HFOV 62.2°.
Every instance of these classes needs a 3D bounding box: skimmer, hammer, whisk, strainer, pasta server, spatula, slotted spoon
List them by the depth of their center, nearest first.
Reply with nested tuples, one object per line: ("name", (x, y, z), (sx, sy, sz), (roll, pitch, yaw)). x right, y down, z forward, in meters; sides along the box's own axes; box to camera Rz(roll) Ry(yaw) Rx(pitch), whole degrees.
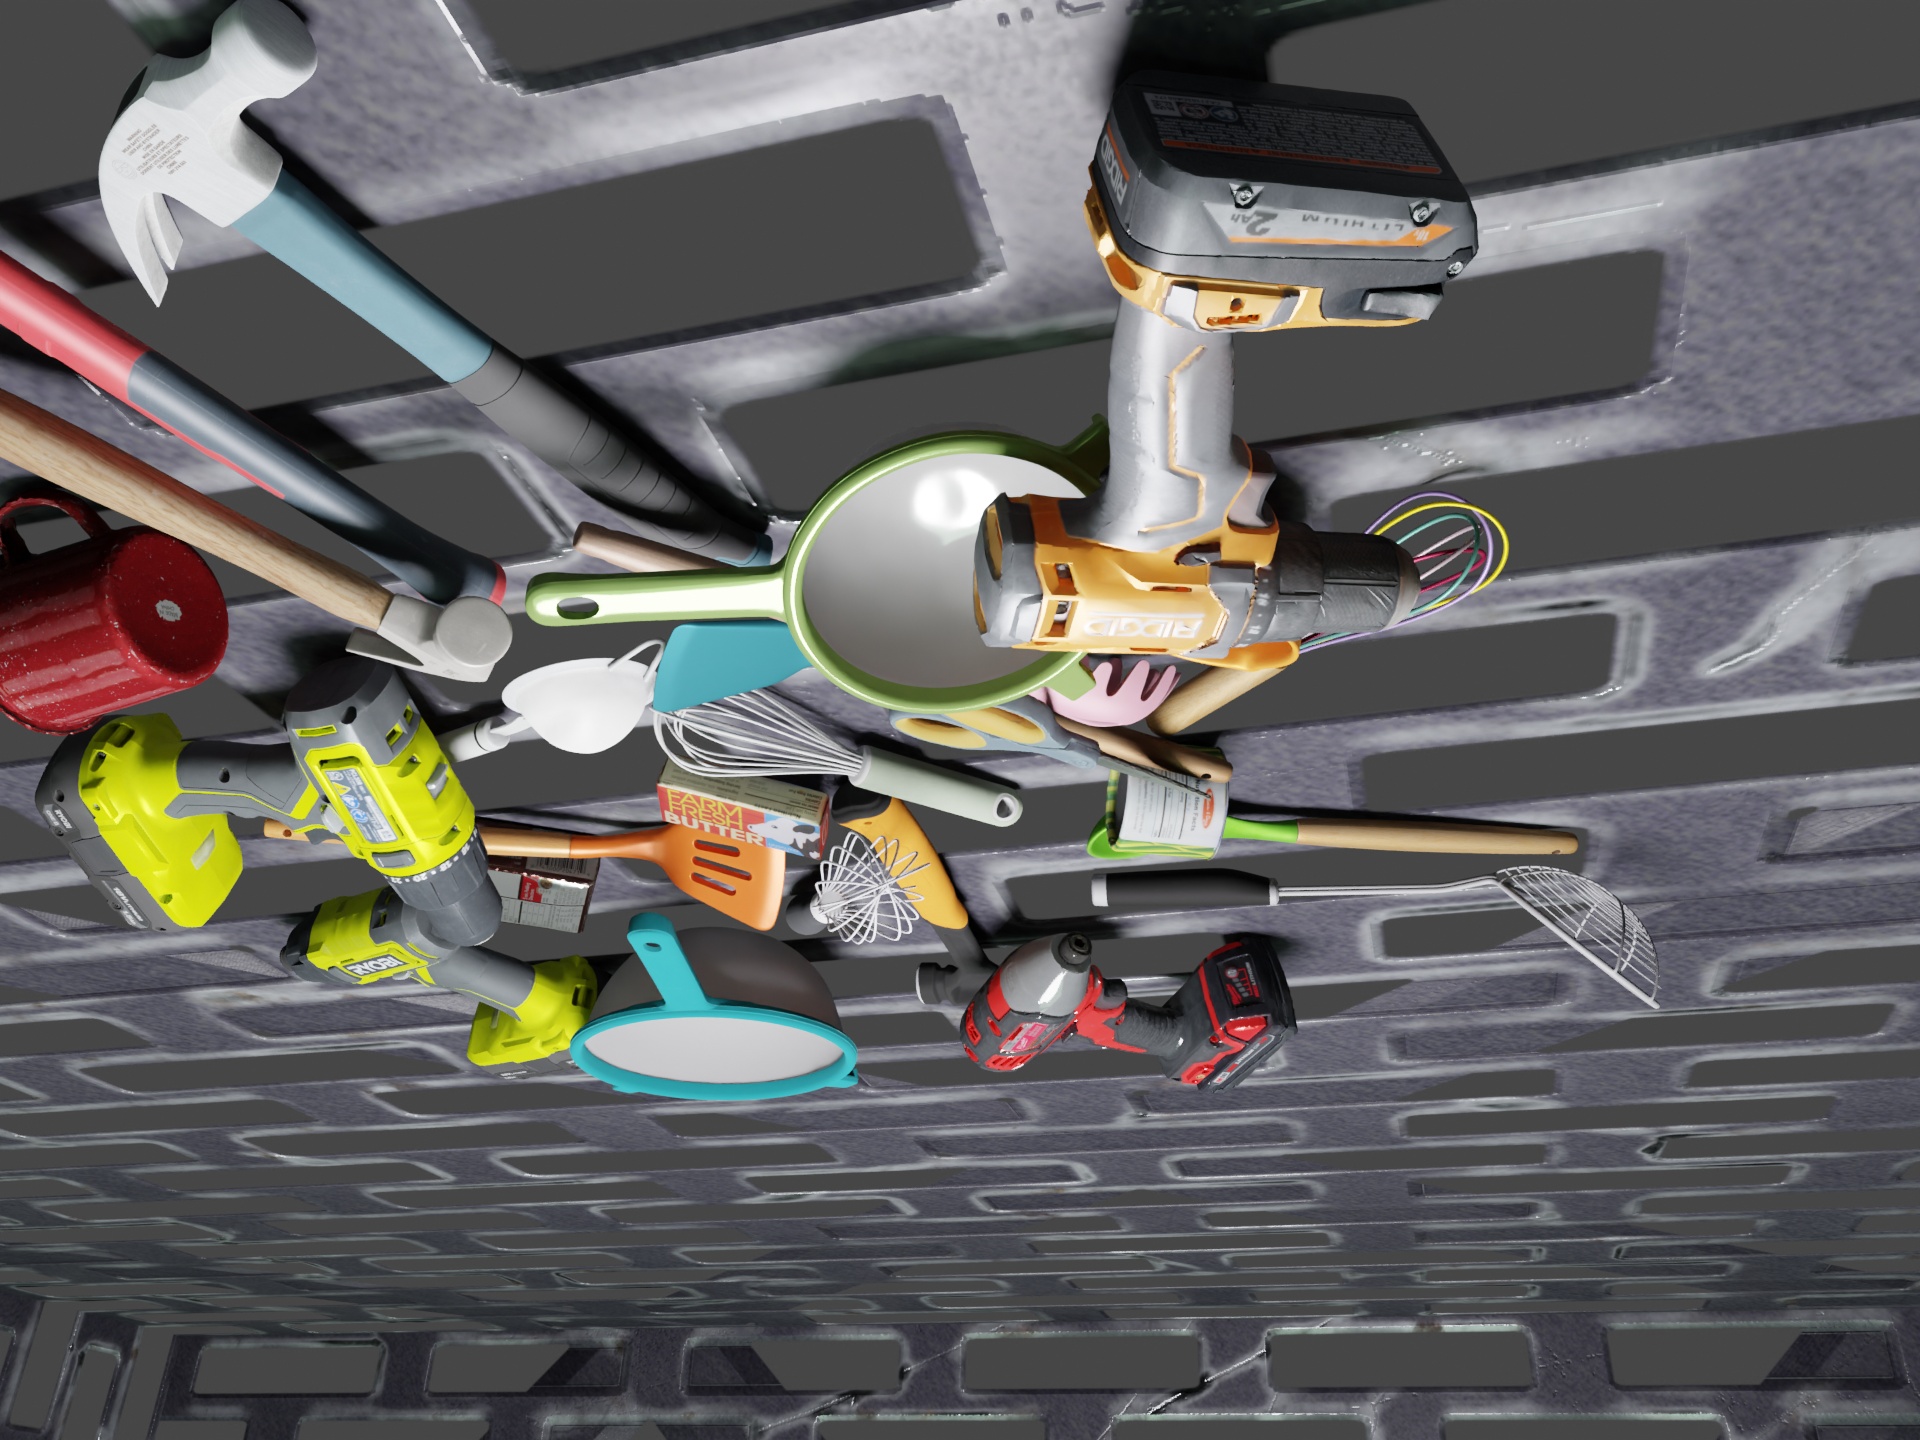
("hammer", (-0.316, -0.134, 0.624), (0.143, 0.038, 0.385), (15, 165, 37))
("hammer", (-0.190, -0.140, 0.652), (0.128, 0.033, 0.330), (-18, 145, 29))
("hammer", (-0.352, -0.099, 0.673), (0.331, 0.031, 0.130), (28, 166, -19))
("strainer", (-0.057, -0.074, 0.695), (0.256, 0.069, 0.151), (-4, 134, -6))
("pasta server", (-0.030, -0.047, 0.761), (0.316, 0.040, 0.060), (17, 178, -27))
("whisk", (0.174, -0.041, 0.794), (0.047, 0.051, 0.245), (12, 152, -28))
("spatula", (-0.001, -0.003, 0.851), (0.317, 0.044, 0.082), (15, 144, -11))
("strainer", (-0.261, 0.008, 0.909), (0.258, 0.050, 0.086), (-15, 160, 33))
("whisk", (-0.066, 0.024, 0.924), (0.246, 0.058, 0.059), (18, -179, -30))
("slotted spoon", (0.234, 0.071, 0.998), (0.313, 0.031, 0.070), (3, 150, -5))
("spatula", (-0.274, 0.083, 1.014), (0.322, 0.041, 0.081), (5, 117, -11))
("whisk", (-0.077, 0.115, 1.016), (0.070, 0.070, 0.284), (10, 167, -14))
("skimmer", (0.270, 0.142, 1.054), (0.363, 0.090, 0.127), (-1, -179, 10))
("hammer", (-0.009, 0.125, 1.097), (0.127, 0.034, 0.336), (-5, 149, 14))
("strainer", (-0.186, 0.180, 1.143), (0.211, 0.095, 0.340), (-2, 149, 2))

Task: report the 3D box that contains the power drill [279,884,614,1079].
("power drill", (-0.386, 0.196, 1.207), (0.171, 0.080, 0.223), (-17, 141, 29))

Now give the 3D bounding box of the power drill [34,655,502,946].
("power drill", (-0.389, 0.062, 0.924), (0.228, 0.080, 0.190), (-6, 127, 15))

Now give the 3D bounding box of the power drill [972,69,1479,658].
("power drill", (0.112, -0.111, 0.592), (0.185, 0.084, 0.226), (1, 138, -12))

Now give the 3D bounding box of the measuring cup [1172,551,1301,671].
("measuring cup", (0.085, -0.065, 0.758), (0.174, 0.052, 0.095), (7, 166, 41))

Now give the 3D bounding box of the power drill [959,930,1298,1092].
("power drill", (0.123, 0.203, 1.143), (0.219, 0.079, 0.143), (9, 138, -24))
